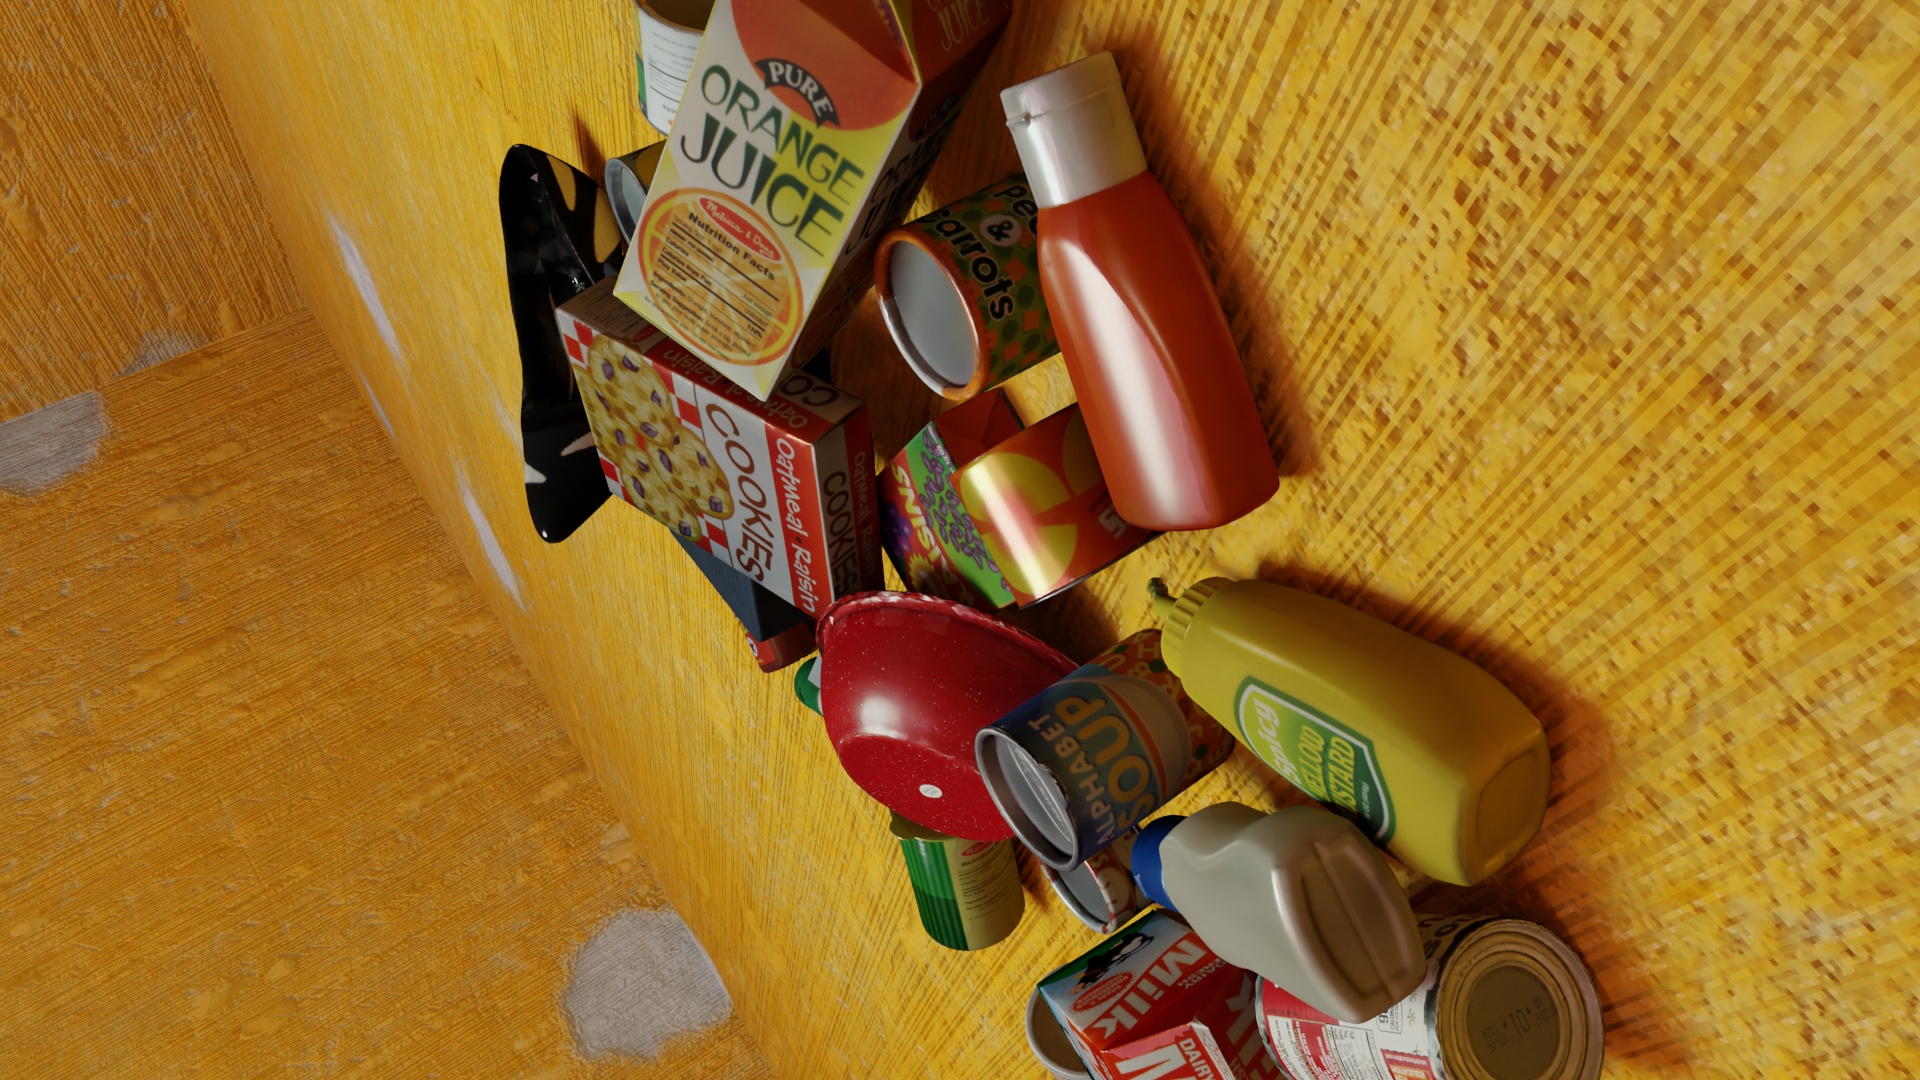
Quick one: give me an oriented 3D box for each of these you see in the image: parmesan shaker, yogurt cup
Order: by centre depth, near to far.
[{"bbox_3d":[0.073,0.279,0.784,0.072,0.072,0.053,42,158,37],"label":"yogurt cup"},{"bbox_3d":[-0.003,0.187,0.823,0.071,0.071,0.102,36,146,45],"label":"parmesan shaker"}]

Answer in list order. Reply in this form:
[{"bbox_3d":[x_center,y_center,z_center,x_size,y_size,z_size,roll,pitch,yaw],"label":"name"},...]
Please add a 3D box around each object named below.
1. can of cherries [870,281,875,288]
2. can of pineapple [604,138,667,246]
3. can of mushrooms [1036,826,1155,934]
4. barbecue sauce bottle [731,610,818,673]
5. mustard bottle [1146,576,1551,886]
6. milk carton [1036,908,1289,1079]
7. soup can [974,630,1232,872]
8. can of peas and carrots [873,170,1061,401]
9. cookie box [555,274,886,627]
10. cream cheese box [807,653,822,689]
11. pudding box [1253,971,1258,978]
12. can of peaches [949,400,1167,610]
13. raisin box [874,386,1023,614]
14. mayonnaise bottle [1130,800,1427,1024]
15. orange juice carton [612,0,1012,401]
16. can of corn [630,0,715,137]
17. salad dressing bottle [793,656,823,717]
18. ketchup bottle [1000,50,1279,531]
[{"bbox_3d":[-0.067,-0.141,0.595,0.071,0.072,0.058,52,154,21],"label":"can of cherries"},{"bbox_3d":[-0.140,-0.172,0.713,0.071,0.058,0.070,46,153,32],"label":"can of pineapple"},{"bbox_3d":[0.068,0.160,0.697,0.071,0.033,0.070,46,153,32],"label":"can of mushrooms"},{"bbox_3d":[-0.152,0.019,0.973,0.148,0.044,0.064,63,158,-3],"label":"barbecue sauce bottle"},{"bbox_3d":[0.113,0.049,0.457,0.160,0.049,0.065,32,146,49],"label":"mustard bottle"},{"bbox_3d":[0.096,0.222,0.607,0.072,0.073,0.190,60,170,2],"label":"milk carton"},{"bbox_3d":[0.059,0.083,0.562,0.071,0.084,0.071,45,152,32],"label":"soup can"},{"bbox_3d":[0.011,-0.092,0.495,0.071,0.059,0.070,45,152,32],"label":"can of peas and carrots"},{"bbox_3d":[-0.113,-0.044,0.676,0.168,0.040,0.122,28,143,27],"label":"cookie box"},{"bbox_3d":[-0.049,0.078,0.817,0.024,0.053,0.104,23,180,-35],"label":"cream cheese box"},{"bbox_3d":[0.136,0.160,0.562,0.084,0.030,0.049,59,158,5],"label":"pudding box"},{"bbox_3d":[0.039,-0.016,0.518,0.058,0.071,0.071,61,157,2],"label":"can of peaches"},{"bbox_3d":[0.002,-0.008,0.633,0.086,0.040,0.123,60,156,3],"label":"raisin box"},{"bbox_3d":[0.101,0.120,0.484,0.064,0.041,0.148,63,166,-1],"label":"mayonnaise bottle"},{"bbox_3d":[-0.047,-0.145,0.474,0.073,0.072,0.191,36,134,0],"label":"orange juice carton"},{"bbox_3d":[-0.105,-0.212,0.590,0.071,0.071,0.058,51,154,23],"label":"can of corn"},{"bbox_3d":[-0.060,0.111,0.888,0.148,0.044,0.064,21,129,57],"label":"salad dressing bottle"},{"bbox_3d":[0.054,-0.077,0.443,0.064,0.044,0.148,10,125,60],"label":"ketchup bottle"}]
